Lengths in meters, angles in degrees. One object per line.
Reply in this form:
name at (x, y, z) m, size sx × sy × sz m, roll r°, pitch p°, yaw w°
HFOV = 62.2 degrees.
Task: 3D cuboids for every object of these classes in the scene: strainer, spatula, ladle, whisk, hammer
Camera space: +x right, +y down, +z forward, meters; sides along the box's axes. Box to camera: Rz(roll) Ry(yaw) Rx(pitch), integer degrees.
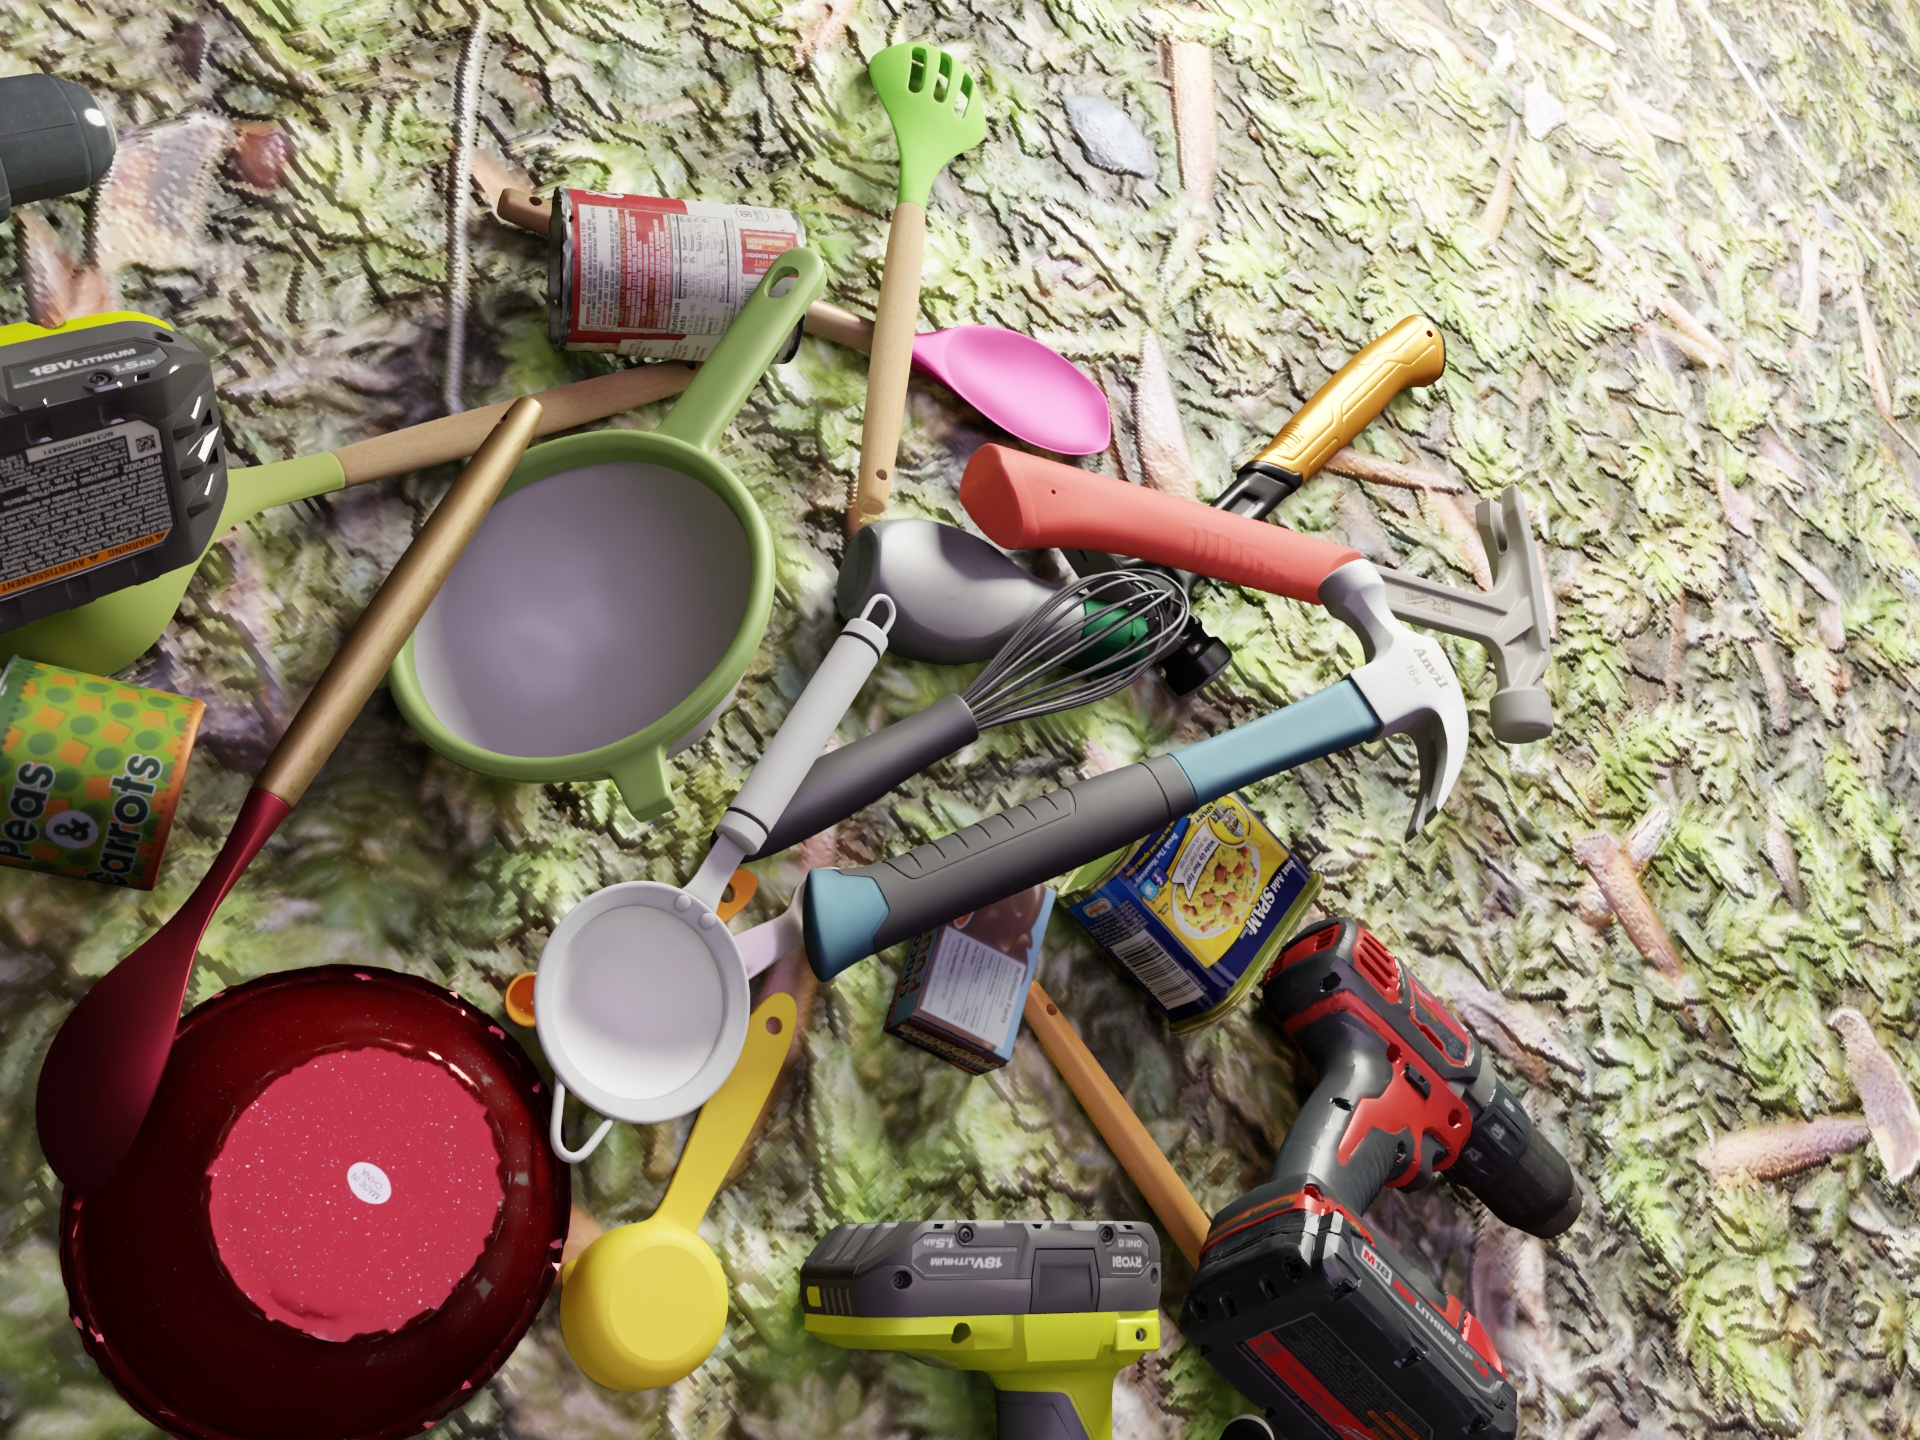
strainer at (-0.114, -0.076, 0.630) m, size 0.151 × 0.069 × 0.256 m, roll 19°, pitch 66°, yaw 20°
spatula at (0.125, 0.243, 0.676) m, size 0.081 × 0.041 × 0.322 m, roll -33°, pitch 88°, yaw -45°
ladle at (-0.223, -0.097, 0.621) m, size 0.320 × 0.062 × 0.078 m, roll -29°, pitch 79°, yaw -43°
whisk at (-0.002, -0.003, 0.677) m, size 0.239 × 0.055 × 0.055 m, roll -29°, pitch 86°, yaw -19°
hammer at (0.081, 0.030, 0.681) m, size 0.331 × 0.033 × 0.128 m, roll -20°, pitch 67°, yaw -22°
strainer at (-0.088, 0.050, 0.607) m, size 0.086 × 0.050 × 0.258 m, roll 43°, pitch 61°, yaw -23°
ladle at (-0.220, 0.006, 0.544) m, size 0.031 × 0.069 × 0.316 m, roll 43°, pitch 56°, yaw -33°
hammer at (0.176, -0.150, 0.876) m, size 0.127 × 0.034 × 0.337 m, roll 51°, pitch 54°, yaw -4°
hammer at (0.162, -0.088, 0.799) m, size 0.358 × 0.036 × 0.149 m, roll 11°, pitch 66°, yaw -29°

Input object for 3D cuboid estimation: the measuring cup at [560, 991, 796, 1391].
measuring cup at (-0.092, 0.167, 0.586) m, size 0.062 × 0.029 × 0.157 m, roll 33°, pitch 59°, yaw -15°

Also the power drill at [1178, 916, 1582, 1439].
power drill at (0.194, 0.211, 0.685) m, size 0.188 × 0.080 × 0.227 m, roll 45°, pitch 35°, yaw -7°

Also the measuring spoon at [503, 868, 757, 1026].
measuring spoon at (-0.126, 0.085, 0.615) m, size 0.117 × 0.011 × 0.021 m, roll -27°, pitch 100°, yaw -39°

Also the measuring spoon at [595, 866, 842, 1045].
measuring spoon at (-0.090, 0.096, 0.631) m, size 0.124 × 0.018 × 0.034 m, roll -26°, pitch 82°, yaw -29°

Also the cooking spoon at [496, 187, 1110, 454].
cooking spoon at (-0.062, -0.191, 0.762) m, size 0.318 × 0.017 × 0.069 m, roll 15°, pitch 59°, yaw -25°

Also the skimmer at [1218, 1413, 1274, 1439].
skimmer at (0.103, 0.254, 0.489) m, size 0.090 × 0.363 × 0.127 m, roll -35°, pitch 74°, yaw 5°

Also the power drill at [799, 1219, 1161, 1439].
power drill at (0.005, 0.295, 0.564) m, size 0.171 × 0.080 × 0.223 m, roll 10°, pitch 69°, yaw -28°

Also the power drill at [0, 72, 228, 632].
power drill at (-0.333, -0.133, 0.505) m, size 0.190 × 0.080 × 0.229 m, roll -29°, pitch 61°, yaw -35°

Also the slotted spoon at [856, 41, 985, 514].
slotted spoon at (-0.025, -0.229, 0.777) m, size 0.070 × 0.031 × 0.314 m, roll 19°, pitch 57°, yaw -23°
